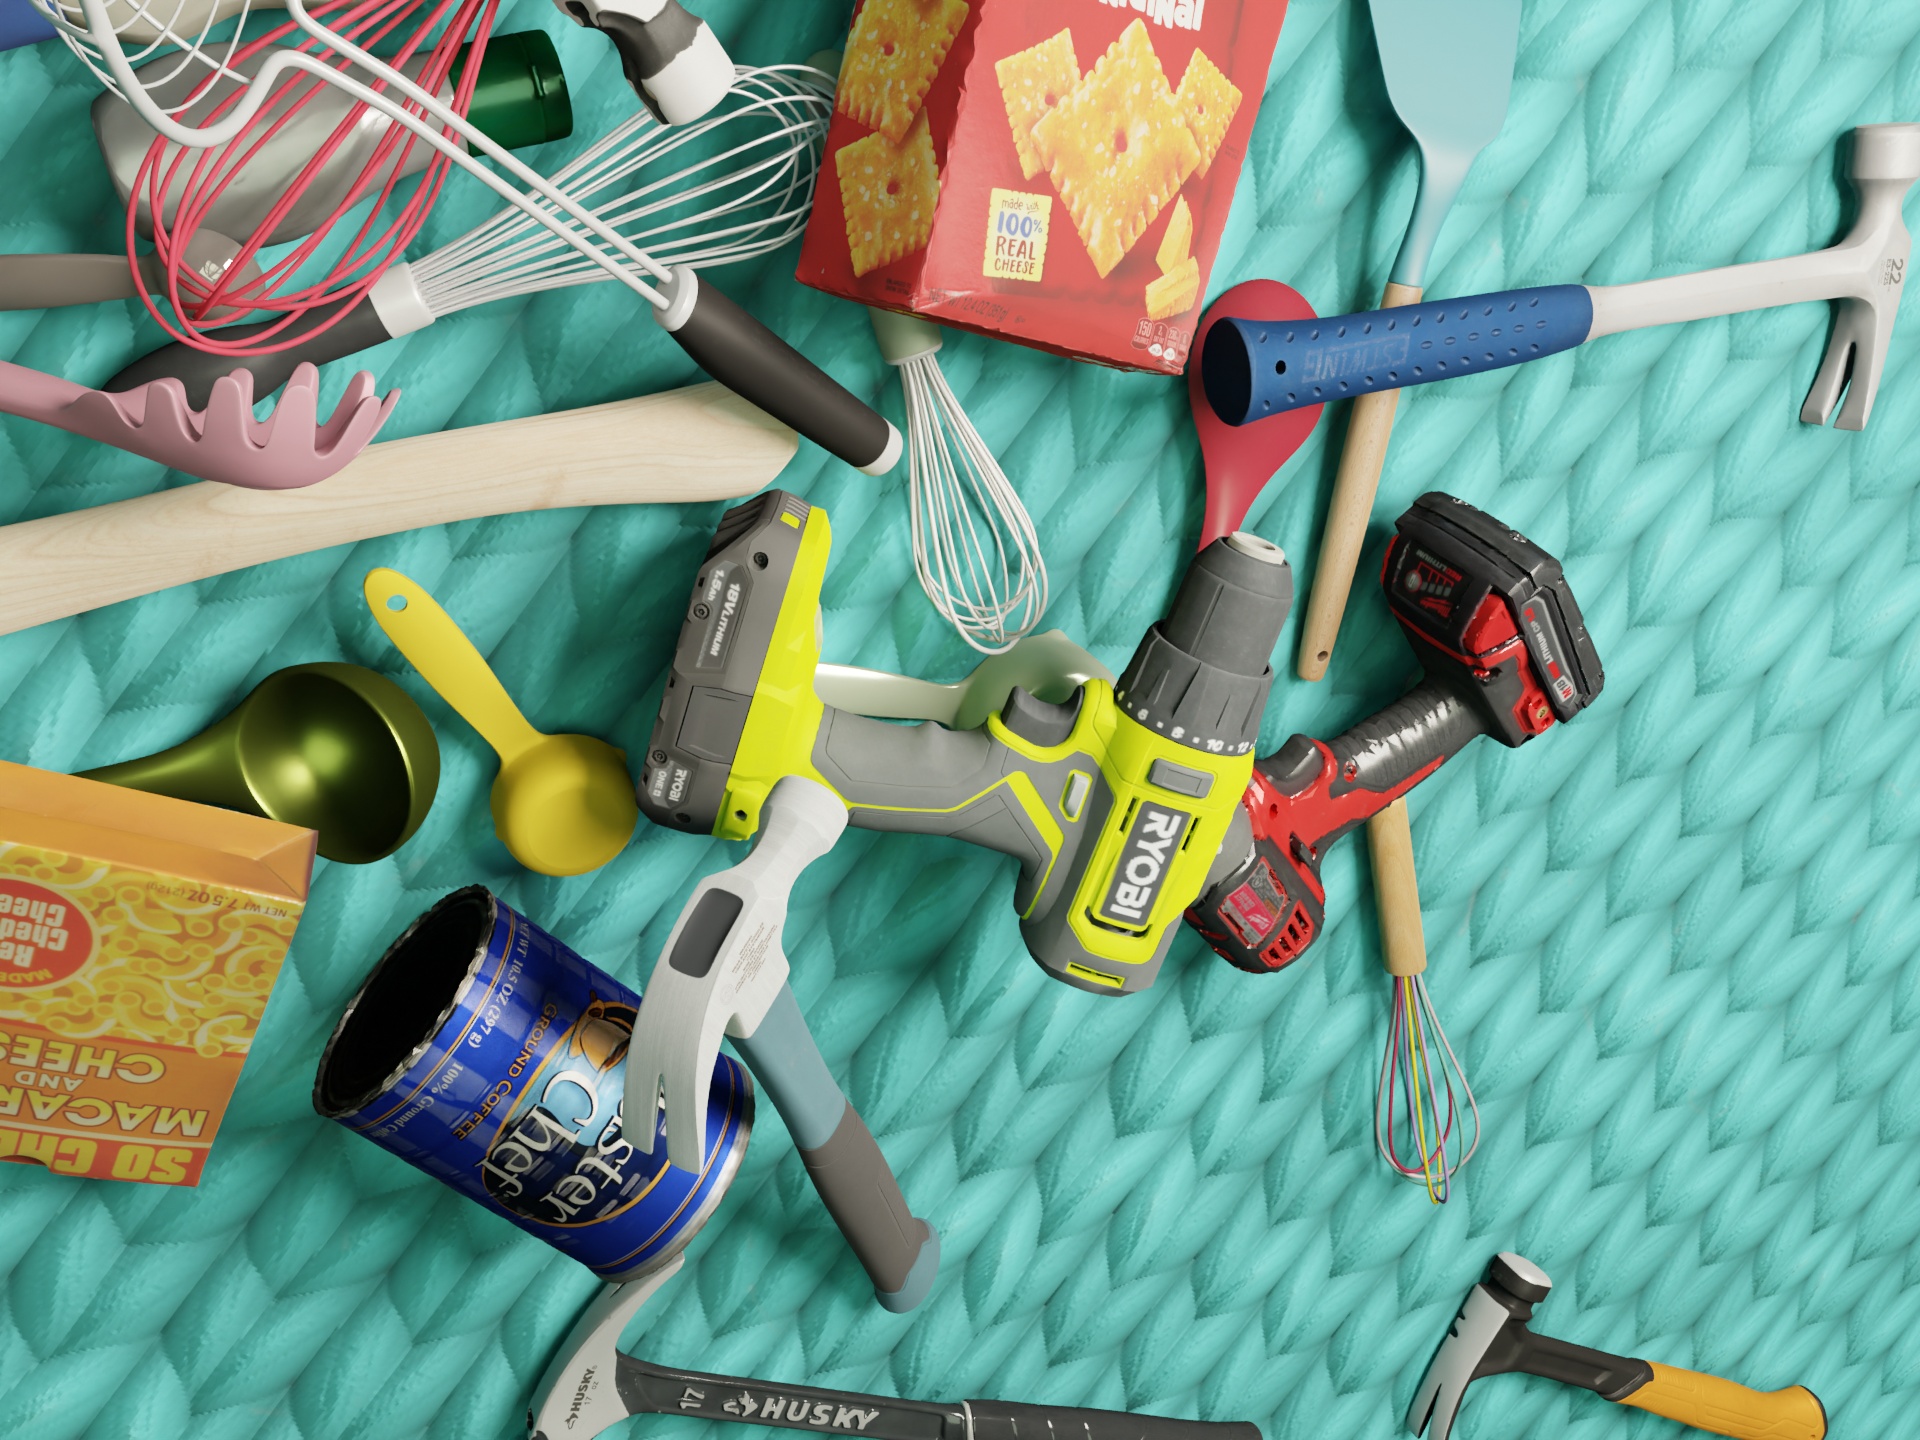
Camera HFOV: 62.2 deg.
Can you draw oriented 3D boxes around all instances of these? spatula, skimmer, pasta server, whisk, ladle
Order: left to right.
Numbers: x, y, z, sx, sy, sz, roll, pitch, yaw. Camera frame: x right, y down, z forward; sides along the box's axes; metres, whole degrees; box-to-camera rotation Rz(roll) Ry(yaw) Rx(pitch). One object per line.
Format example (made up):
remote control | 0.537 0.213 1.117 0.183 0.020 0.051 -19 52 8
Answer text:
pasta server | -0.330 -0.119 0.475 0.316 0.060 0.040 14 106 -4
ladle | -0.349 0.036 0.558 0.320 0.062 0.078 -10 109 -15
whisk | -0.156 -0.233 0.502 0.073 0.073 0.296 40 70 -27
whisk | -0.166 -0.159 0.559 0.284 0.070 0.070 -24 115 -4
skimmer | -0.104 -0.159 0.464 0.363 0.090 0.127 29 65 -52
whisk | -0.015 -0.139 0.634 0.059 0.058 0.246 -39 120 -43
ladle | 0.101 -0.040 0.720 0.069 0.031 0.315 10 106 -19
spatula | 0.187 -0.170 0.710 0.082 0.044 0.317 1 112 -22
whisk | 0.234 0.146 0.831 0.047 0.051 0.244 -26 113 -35

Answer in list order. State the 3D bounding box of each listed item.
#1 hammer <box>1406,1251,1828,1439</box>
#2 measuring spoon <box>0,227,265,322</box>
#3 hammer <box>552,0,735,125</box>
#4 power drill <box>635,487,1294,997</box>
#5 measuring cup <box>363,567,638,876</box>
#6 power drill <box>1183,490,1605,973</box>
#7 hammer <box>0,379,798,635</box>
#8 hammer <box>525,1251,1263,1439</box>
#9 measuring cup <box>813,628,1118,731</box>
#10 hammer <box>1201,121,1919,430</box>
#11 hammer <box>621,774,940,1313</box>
hammer | 0.429 0.426 1.000 0.336 0.034 0.127 22 98 -26
measuring spoon | -0.290 -0.139 0.518 0.124 0.018 0.034 -3 143 1
hammer | -0.028 -0.360 0.510 0.335 0.035 0.146 -51 134 -14
power drill | 0.005 -0.006 0.621 0.228 0.080 0.190 17 111 -8
measuring cup | -0.176 0.004 0.607 0.062 0.029 0.156 -34 132 -6
power drill | 0.175 0.008 0.725 0.219 0.079 0.143 -43 132 1
hammer | -0.254 -0.074 0.544 0.410 0.038 0.146 -16 138 -18
hammer | -0.012 0.352 0.808 0.408 0.036 0.149 18 100 -26
measuring cup | -0.001 -0.002 0.685 0.167 0.038 0.083 8 105 -25
hammer | 0.284 -0.176 0.709 0.405 0.035 0.144 -14 113 -24
hammer | -0.054 0.168 0.652 0.128 0.033 0.330 -58 151 -30
